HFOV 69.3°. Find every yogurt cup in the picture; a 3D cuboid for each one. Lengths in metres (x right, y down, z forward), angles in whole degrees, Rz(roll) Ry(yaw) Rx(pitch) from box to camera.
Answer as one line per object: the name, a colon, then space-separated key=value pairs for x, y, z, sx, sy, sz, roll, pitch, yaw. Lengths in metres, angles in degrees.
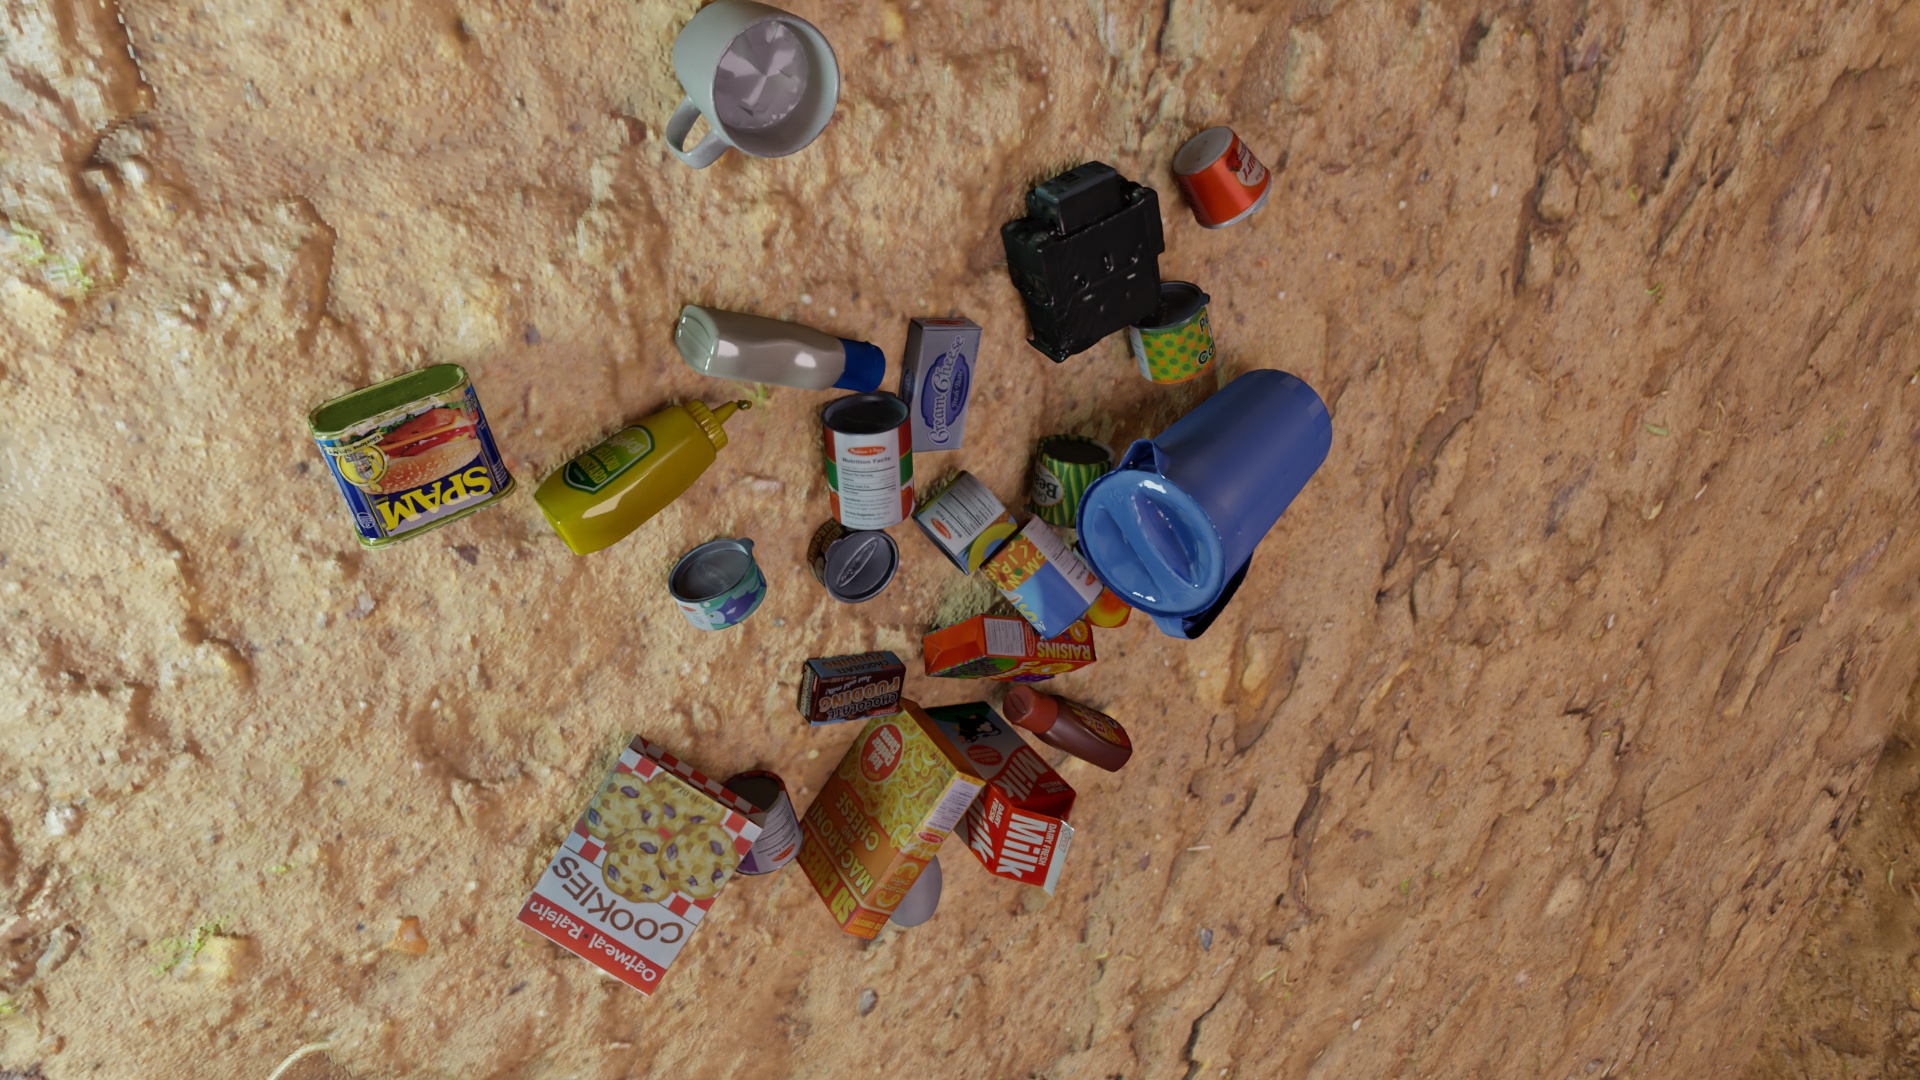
yogurt cup: x=0.203 y=-0.288 z=1.094 sx=0.072 sy=0.072 sz=0.054 roll=-46 pitch=124 yaw=-2

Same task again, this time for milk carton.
milk carton: x=0.034 y=0.220 z=1.195 sx=0.073 sy=0.191 sz=0.072 roll=-3 pitch=118 yaw=-33

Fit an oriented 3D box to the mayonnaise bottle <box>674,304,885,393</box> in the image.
mayonnaise bottle: x=-0.121 y=-0.130 z=0.971 sx=0.148 sy=0.065 sz=0.041 roll=5 pitch=117 yaw=-40

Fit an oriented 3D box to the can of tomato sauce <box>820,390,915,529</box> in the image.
can of tomato sauce: x=-0.068 y=-0.061 z=1.045 sx=0.071 sy=0.071 sz=0.082 roll=-19 pitch=126 yaw=-24

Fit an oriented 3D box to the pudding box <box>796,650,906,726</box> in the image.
pudding box: x=-0.091 y=0.124 z=1.161 sx=0.084 sy=0.030 sz=0.049 roll=-3 pitch=119 yaw=-32

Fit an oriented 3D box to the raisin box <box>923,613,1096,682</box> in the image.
raisin box: x=0.042 y=0.094 z=1.196 sx=0.123 sy=0.086 sz=0.040 roll=7 pitch=69 yaw=-37

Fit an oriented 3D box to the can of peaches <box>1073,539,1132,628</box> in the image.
can of peaches: x=0.128 y=0.038 z=1.233 sx=0.071 sy=0.071 sz=0.057 roll=0 pitch=117 yaw=-34

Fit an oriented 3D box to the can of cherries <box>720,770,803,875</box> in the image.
can of cherries: x=-0.171 y=0.232 z=1.147 sx=0.072 sy=0.071 sz=0.058 roll=-26 pitch=123 yaw=-19

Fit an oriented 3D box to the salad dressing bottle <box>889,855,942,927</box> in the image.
salad dressing bottle: x=-0.049 y=0.288 z=1.280 sx=0.064 sy=0.044 sz=0.147 roll=-16 pitch=123 yaw=-23

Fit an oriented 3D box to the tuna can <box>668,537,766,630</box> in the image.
tuna can: x=-0.176 y=0.031 z=1.025 sx=0.071 sy=0.071 sz=0.032 roll=-33 pitch=131 yaw=-14

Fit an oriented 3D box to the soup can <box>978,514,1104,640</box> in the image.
soup can: x=0.064 y=0.032 z=1.141 sx=0.071 sy=0.071 sz=0.084 roll=-44 pitch=94 yaw=-4

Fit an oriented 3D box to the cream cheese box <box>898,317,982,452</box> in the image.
cream cheese box: x=-0.018 y=-0.119 z=1.070 sx=0.053 sy=0.024 sz=0.103 roll=-6 pitch=119 yaw=-31

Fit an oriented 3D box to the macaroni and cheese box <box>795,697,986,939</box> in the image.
macaroni and cheese box: x=-0.066 y=0.233 z=1.180 sx=0.040 sy=0.124 sz=0.166 roll=29 pitch=99 yaw=-40

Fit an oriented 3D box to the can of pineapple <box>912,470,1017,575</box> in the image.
can of pineapple: x=0.004 y=-0.014 z=1.121 sx=0.058 sy=0.071 sz=0.070 roll=-43 pitch=132 yaw=-5

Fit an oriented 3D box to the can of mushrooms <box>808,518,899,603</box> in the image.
can of mushrooms: x=-0.086 y=0.012 z=1.096 sx=0.071 sy=0.033 sz=0.070 roll=-17 pitch=125 yaw=-25

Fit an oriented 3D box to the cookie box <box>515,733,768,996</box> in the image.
cookie box: x=-0.249 y=0.254 z=1.087 sx=0.123 sy=0.040 sz=0.167 roll=33 pitch=97 yaw=-7

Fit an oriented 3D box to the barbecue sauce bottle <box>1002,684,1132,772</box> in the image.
barbecue sauce bottle: x=0.098 y=0.171 z=1.291 sx=0.148 sy=0.065 sz=0.043 roll=29 pitch=107 yaw=-43

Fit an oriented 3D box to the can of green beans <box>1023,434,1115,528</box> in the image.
can of green beans: x=0.093 y=-0.050 z=1.158 sx=0.071 sy=0.071 sz=0.057 roll=-10 pitch=121 yaw=-29

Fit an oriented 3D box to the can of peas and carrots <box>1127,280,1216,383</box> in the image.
can of peas and carrots: x=0.175 y=-0.171 z=1.139 sx=0.071 sy=0.071 sz=0.058 roll=-34 pitch=131 yaw=-13

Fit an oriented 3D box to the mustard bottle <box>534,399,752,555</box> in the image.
mustard bottle: x=-0.212 y=-0.055 z=0.954 sx=0.161 sy=0.065 sz=0.048 roll=-38 pitch=137 yaw=-17
